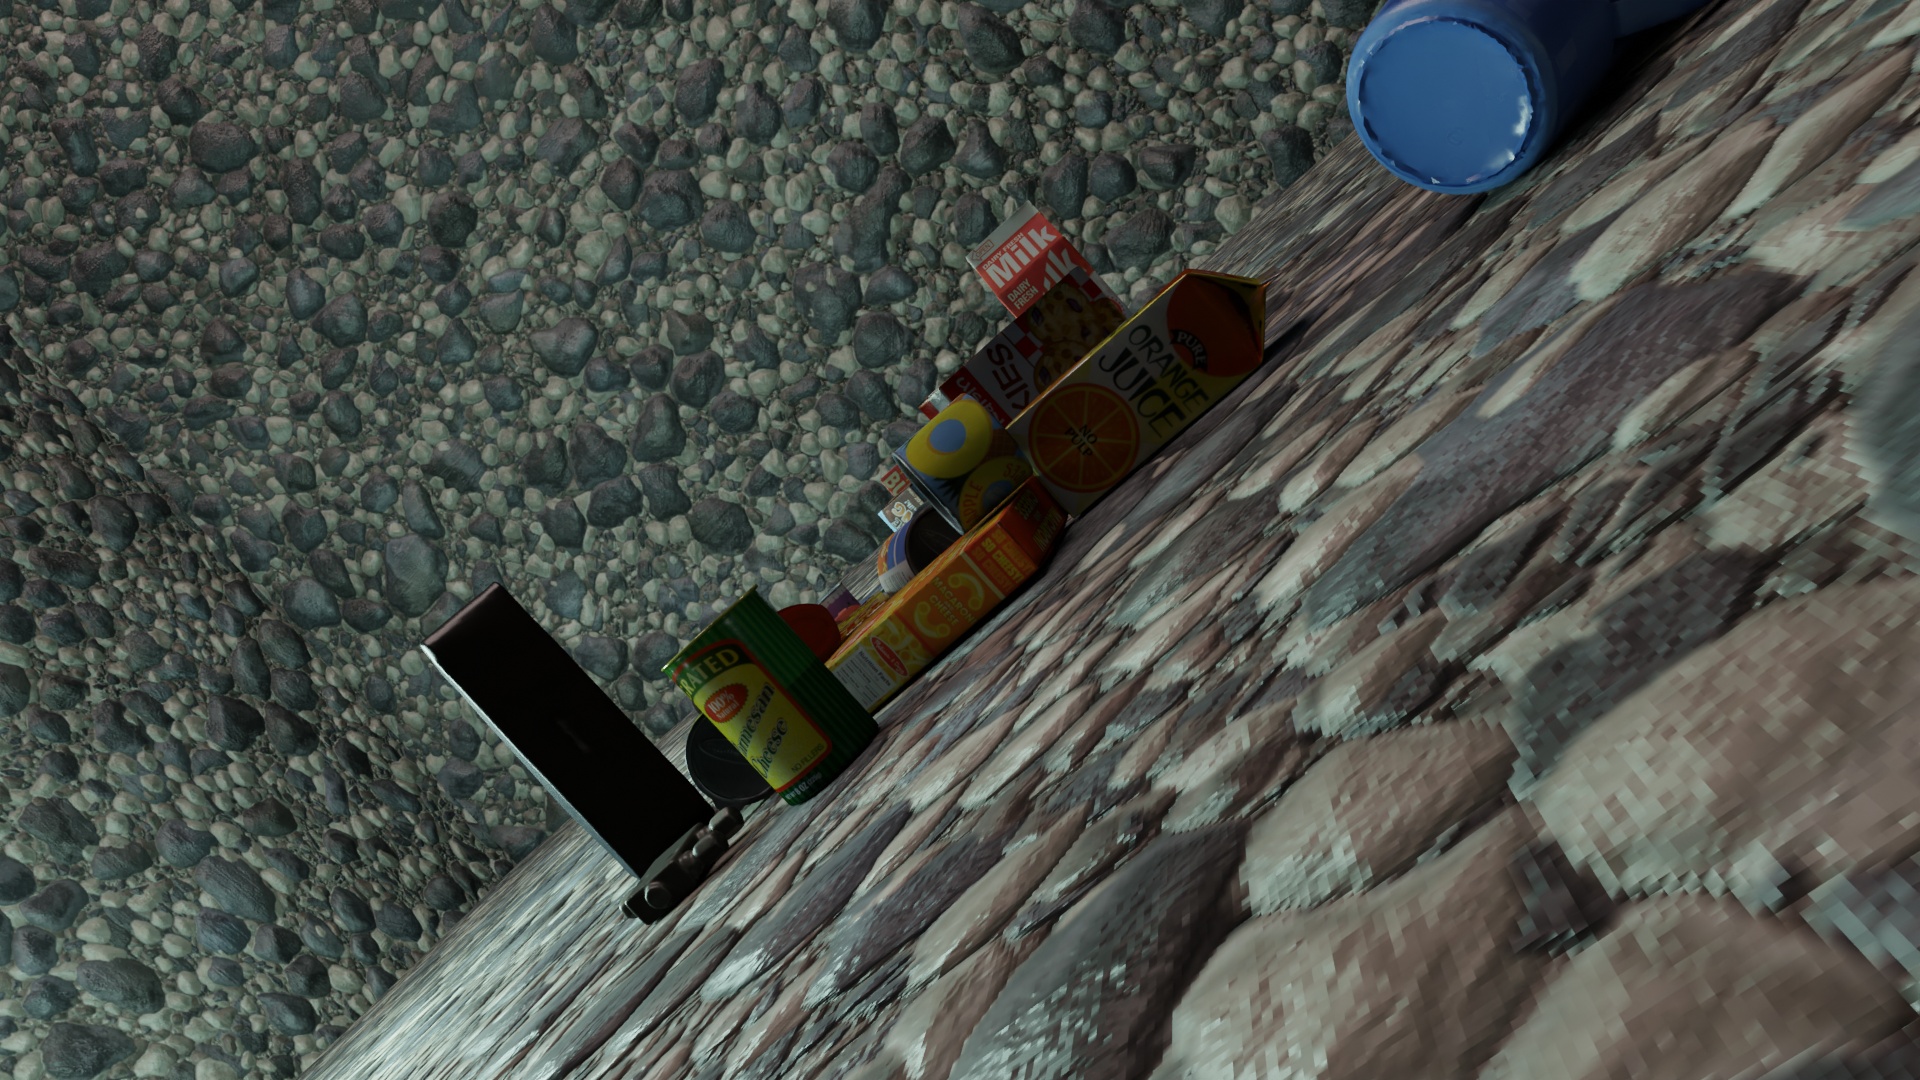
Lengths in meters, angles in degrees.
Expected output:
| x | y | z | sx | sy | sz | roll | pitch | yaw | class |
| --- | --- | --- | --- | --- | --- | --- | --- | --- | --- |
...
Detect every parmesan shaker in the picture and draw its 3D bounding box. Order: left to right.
| x | y | z | sx | sy | sz | roll | pitch | yaw | class |
| --- | --- | --- | --- | --- | --- | --- | --- | --- | --- |
| -0.100 | 0.083 | 0.749 | 0.071 | 0.103 | 0.071 | -42 | 3 | 3 | parmesan shaker |

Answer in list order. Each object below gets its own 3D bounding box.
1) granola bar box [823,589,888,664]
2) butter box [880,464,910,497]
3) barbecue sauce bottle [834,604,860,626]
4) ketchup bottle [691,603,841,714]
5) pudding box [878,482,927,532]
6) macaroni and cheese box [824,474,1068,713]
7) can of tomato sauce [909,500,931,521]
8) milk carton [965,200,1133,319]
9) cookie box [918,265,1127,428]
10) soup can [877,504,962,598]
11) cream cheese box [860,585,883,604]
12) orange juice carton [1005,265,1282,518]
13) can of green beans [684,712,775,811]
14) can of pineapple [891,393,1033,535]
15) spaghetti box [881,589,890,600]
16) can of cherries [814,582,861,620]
| x | y | z | sx | sy | sz | roll | pitch | yaw | class |
| --- | --- | --- | --- | --- | --- | --- | --- | --- | --- |
| -0.106 | 0.108 | 1.010 | 0.165 | 0.039 | 0.124 | -42 | 5 | -4 | granola bar box |
| -0.017 | -0.034 | 1.230 | 0.053 | 0.103 | 0.024 | -42 | 3 | 13 | butter box |
| -0.112 | 0.098 | 1.151 | 0.064 | 0.043 | 0.149 | -40 | 4 | 29 | barbecue sauce bottle |
| -0.141 | 0.087 | 0.949 | 0.065 | 0.043 | 0.148 | -22 | -7 | -38 | ketchup bottle |
| -0.023 | -0.011 | 1.180 | 0.049 | 0.083 | 0.030 | -39 | 5 | 40 | pudding box |
| -0.012 | 0.037 | 0.854 | 0.166 | 0.040 | 0.124 | -41 | 4 | 20 | macaroni and cheese box |
| 0.004 | -0.014 | 1.089 | 0.071 | 0.071 | 0.083 | -40 | 3 | 22 | can of tomato sauce |
| 0.093 | -0.181 | 1.125 | 0.072 | 0.190 | 0.073 | -41 | 3 | 9 | milk carton |
| 0.069 | -0.105 | 1.015 | 0.168 | 0.123 | 0.040 | -44 | 3 | -29 | cookie box |
| -0.017 | 0.011 | 1.002 | 0.071 | 0.071 | 0.083 | -43 | 4 | -21 | soup can |
| -0.084 | 0.066 | 1.367 | 0.104 | 0.024 | 0.053 | -42 | 3 | 2 | cream cheese box |
| 0.123 | -0.106 | 0.870 | 0.192 | 0.073 | 0.072 | -40 | 4 | 16 | orange juice carton |
| -0.142 | 0.133 | 0.888 | 0.071 | 0.071 | 0.057 | -43 | 3 | -12 | can of green beans |
| 0.003 | -0.045 | 0.830 | 0.058 | 0.071 | 0.071 | -42 | 4 | -4 | can of pineapple |
| -0.047 | 0.044 | 1.221 | 0.050 | 0.028 | 0.251 | -41 | 4 | 17 | spaghetti box |
| -0.115 | 0.082 | 1.255 | 0.071 | 0.058 | 0.071 | -41 | 4 | 4 | can of cherries |
